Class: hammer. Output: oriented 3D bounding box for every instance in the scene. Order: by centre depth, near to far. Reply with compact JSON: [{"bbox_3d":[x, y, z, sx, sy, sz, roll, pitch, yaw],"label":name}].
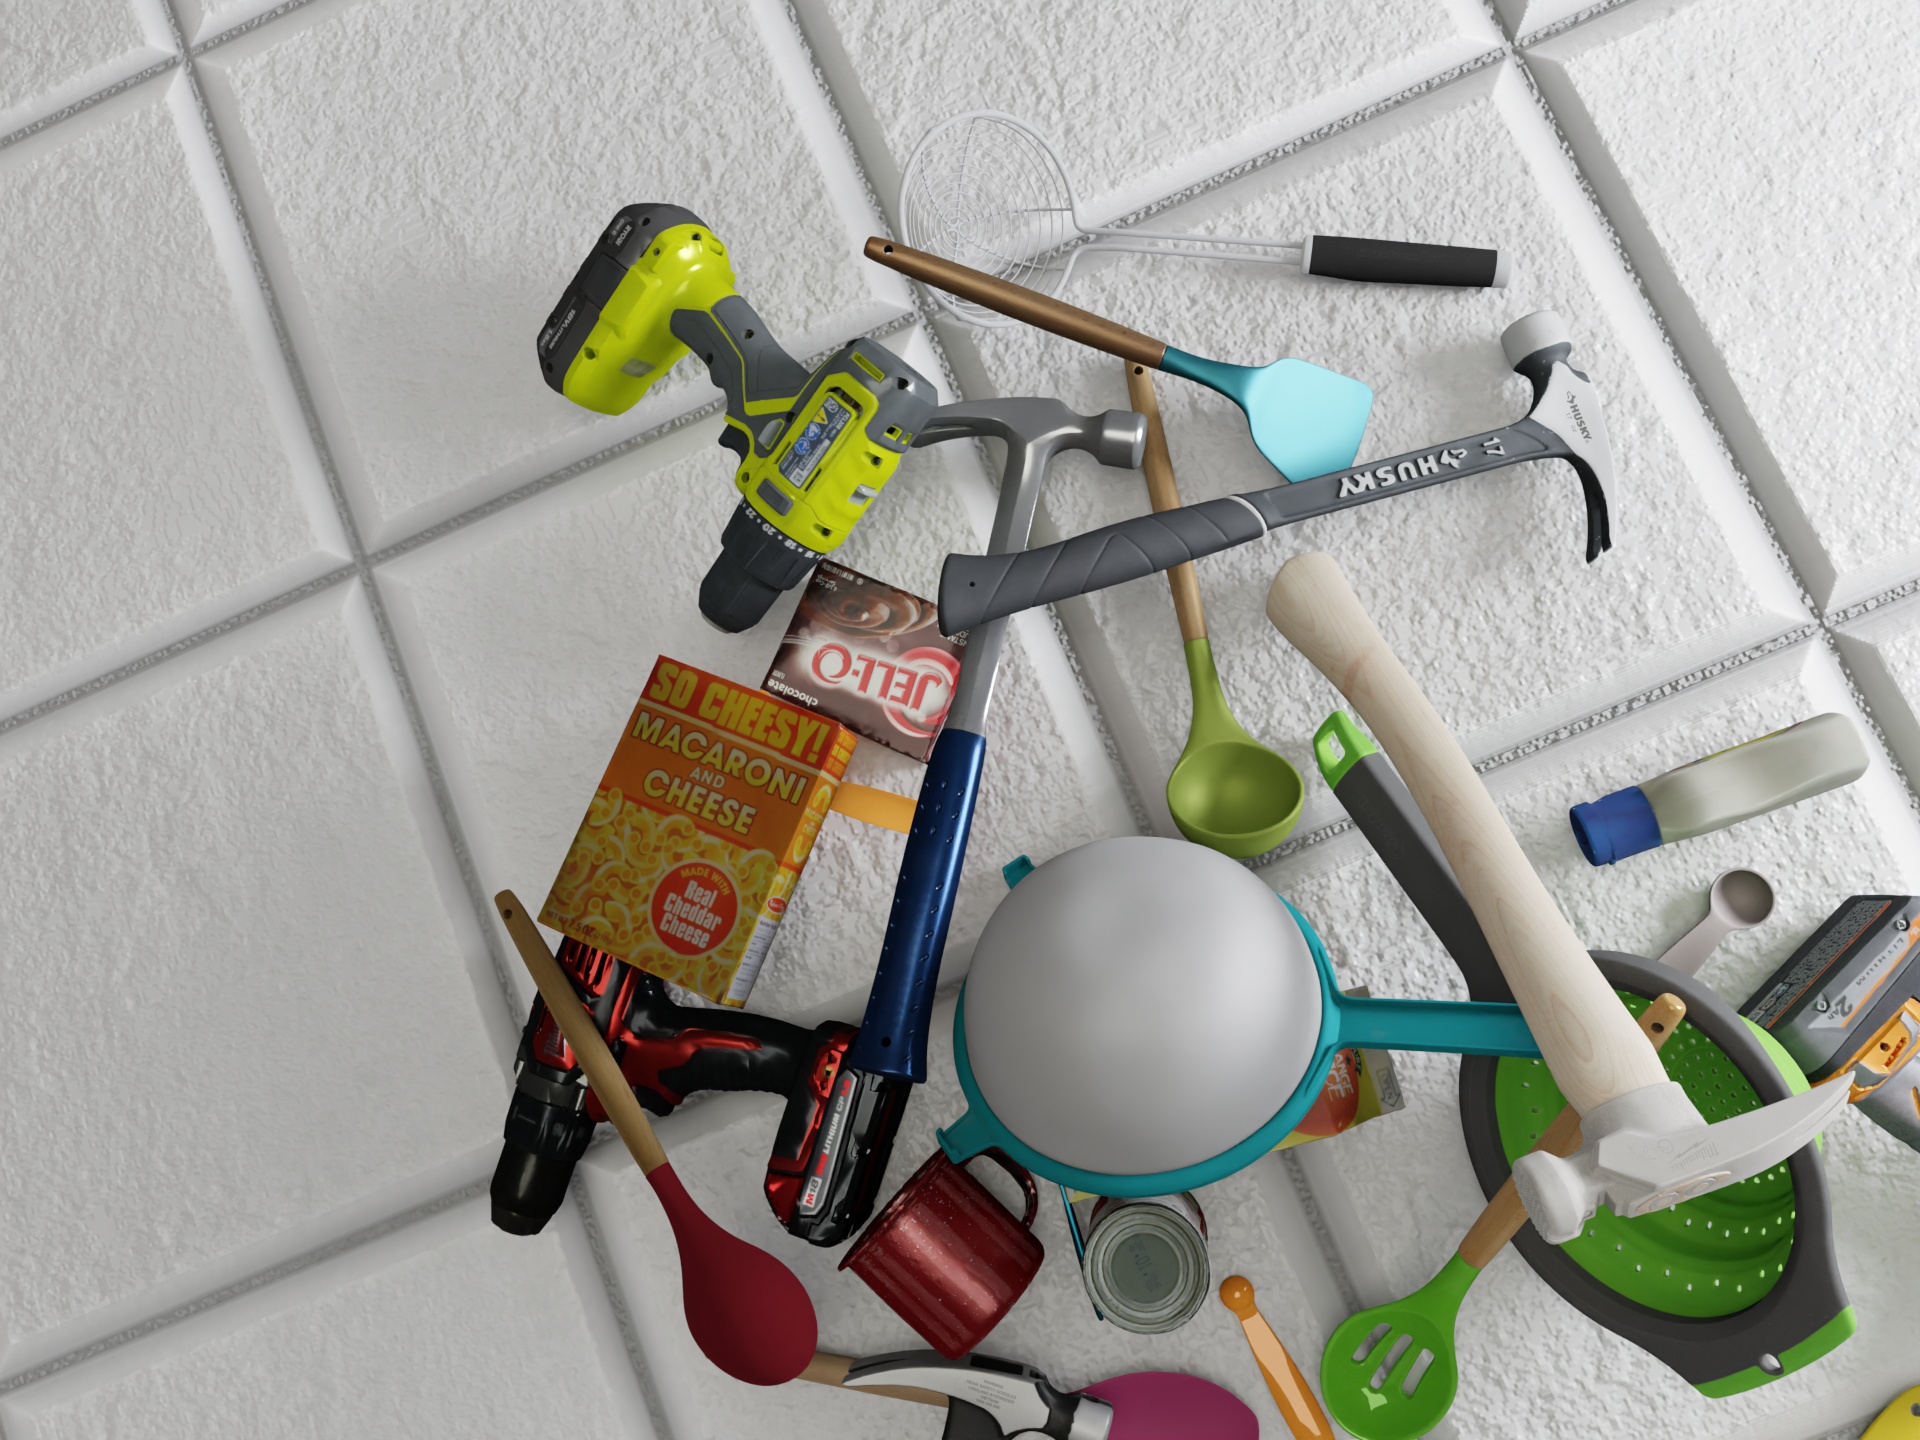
[{"bbox_3d":[0.266,0.051,0.807,0.146,0.038,0.411,-21,48,2],"label":"hammer"},{"bbox_3d":[-0.033,0.512,0.872,0.146,0.035,0.335,16,88,7],"label":"hammer"},{"bbox_3d":[0.180,-0.115,0.897,0.409,0.036,0.149,-16,77,-8],"label":"hammer"},{"bbox_3d":[-0.001,-0.003,0.898,0.144,0.035,0.406,10,72,11],"label":"hammer"}]

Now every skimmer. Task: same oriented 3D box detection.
[{"bbox_3d":[0.147,-0.288,0.947,0.363,0.090,0.127,7,95,8],"label":"skimmer"}]

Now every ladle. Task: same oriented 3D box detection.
[{"bbox_3d":[-0.179,0.224,0.878,0.069,0.031,0.316,-37,74,9],"label":"ladle"},{"bbox_3d":[0.135,-0.075,0.937,0.078,0.062,0.320,-10,78,-1],"label":"ladle"}]

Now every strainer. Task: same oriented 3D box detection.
[{"bbox_3d":[0.148,0.132,0.813,0.340,0.095,0.211,-1,48,21],"label":"strainer"}]

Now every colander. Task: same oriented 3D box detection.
[{"bbox_3d":[0.331,0.148,0.858,0.094,0.204,0.397,-12,58,-32],"label":"colander"}]

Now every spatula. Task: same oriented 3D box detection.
[{"bbox_3d":[0.092,-0.219,0.937,0.317,0.044,0.082,21,87,-1],"label":"spatula"}]

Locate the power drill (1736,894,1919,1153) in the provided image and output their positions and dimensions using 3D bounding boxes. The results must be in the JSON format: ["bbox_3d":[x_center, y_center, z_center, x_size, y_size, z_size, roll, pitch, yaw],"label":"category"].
[{"bbox_3d":[0.545,0.195,0.831,0.164,0.084,0.226,-45,83,-2],"label":"power drill"}]

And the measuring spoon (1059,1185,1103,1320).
[{"bbox_3d":[0.053,0.279,0.902,0.021,0.042,0.129,-18,82,3],"label":"measuring spoon"}]

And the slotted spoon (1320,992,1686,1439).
[{"bbox_3d":[0.278,0.259,0.815,0.070,0.031,0.313,32,117,14],"label":"slotted spoon"}]

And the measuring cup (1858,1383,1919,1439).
[{"bbox_3d":[0.465,0.413,0.832,0.062,0.029,0.156,38,90,11],"label":"measuring cup"}]

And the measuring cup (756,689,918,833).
[{"bbox_3d":[-0.086,0.042,0.951,0.173,0.052,0.095,15,84,8],"label":"measuring cup"}]

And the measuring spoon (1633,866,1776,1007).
[{"bbox_3d":[0.405,0.132,0.893,0.034,0.018,0.124,43,96,11],"label":"measuring spoon"}]

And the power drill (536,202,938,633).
[{"bbox_3d":[-0.146,-0.183,0.957,0.229,0.080,0.190,43,105,19],"label":"power drill"}]

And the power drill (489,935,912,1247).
[{"bbox_3d":[-0.158,0.232,0.922,0.227,0.080,0.188,17,84,13],"label":"power drill"}]

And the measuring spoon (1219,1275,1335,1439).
[{"bbox_3d":[0.179,0.366,0.887,0.021,0.011,0.117,-29,79,3],"label":"measuring spoon"}]

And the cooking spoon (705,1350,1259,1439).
[{"bbox_3d":[0.008,0.384,0.904,0.319,0.017,0.069,7,85,8],"label":"cooking spoon"}]
